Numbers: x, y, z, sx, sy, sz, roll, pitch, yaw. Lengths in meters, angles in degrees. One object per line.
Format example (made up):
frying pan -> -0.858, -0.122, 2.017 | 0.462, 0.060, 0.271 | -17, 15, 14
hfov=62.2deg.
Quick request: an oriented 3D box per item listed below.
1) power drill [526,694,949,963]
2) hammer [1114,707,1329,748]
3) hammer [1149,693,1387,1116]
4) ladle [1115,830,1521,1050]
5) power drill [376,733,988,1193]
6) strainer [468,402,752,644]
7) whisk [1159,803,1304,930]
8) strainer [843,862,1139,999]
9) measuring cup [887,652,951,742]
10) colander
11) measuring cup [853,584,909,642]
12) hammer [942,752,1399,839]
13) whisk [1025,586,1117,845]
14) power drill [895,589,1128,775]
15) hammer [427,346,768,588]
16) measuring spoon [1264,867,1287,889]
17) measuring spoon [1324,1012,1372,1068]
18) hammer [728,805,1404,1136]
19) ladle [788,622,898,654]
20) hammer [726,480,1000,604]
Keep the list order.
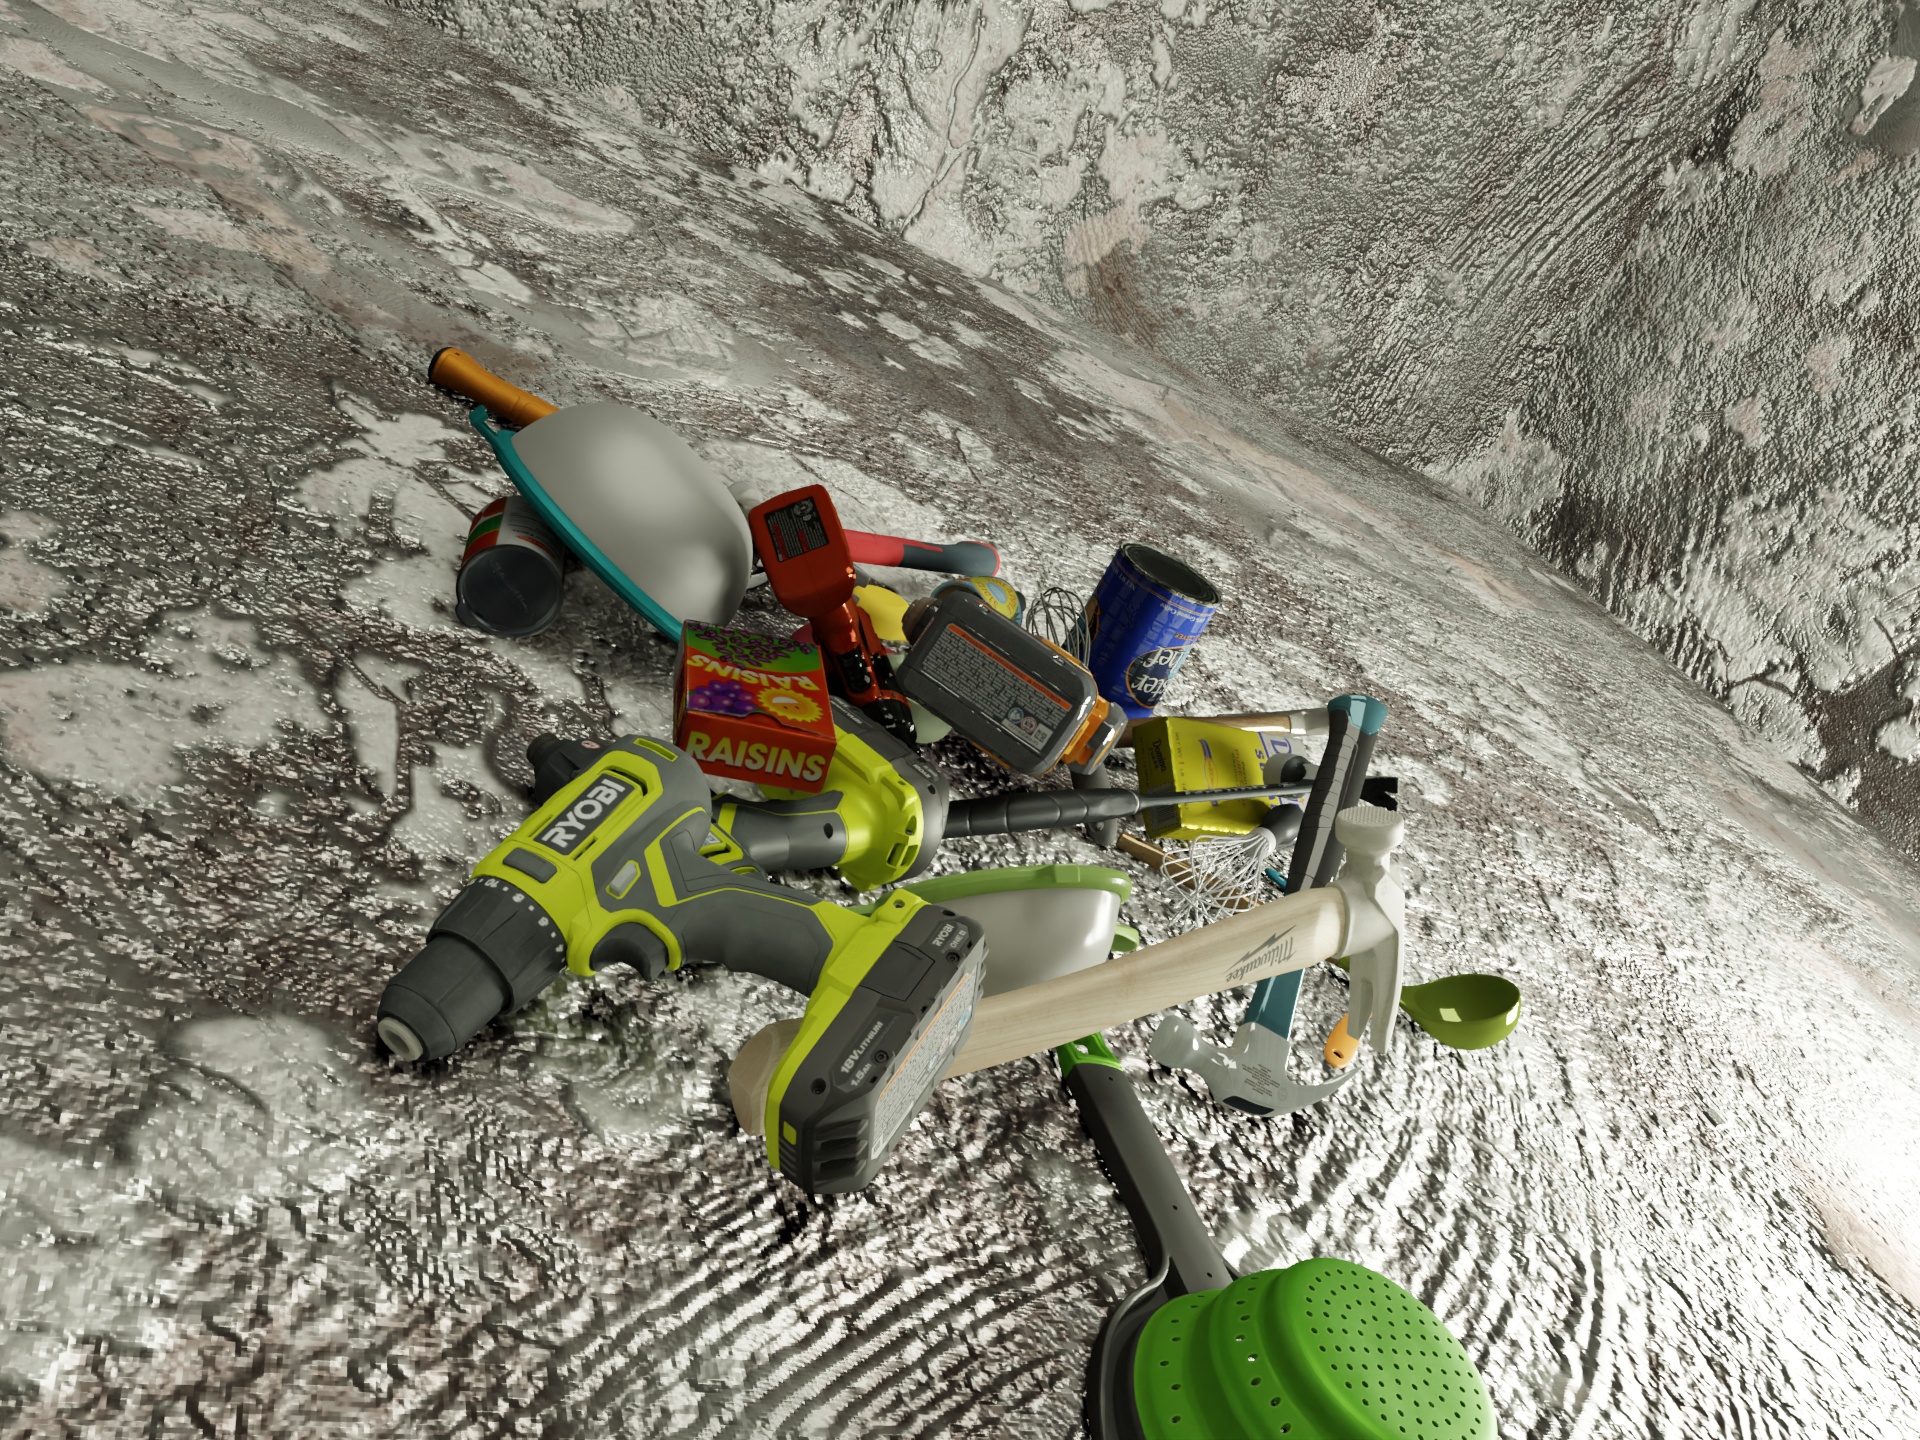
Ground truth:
power drill -> -0.126, 0.049, 0.919 | 0.171, 0.080, 0.223 | 37, 27, 27
hammer -> 0.196, 0.008, 1.372 | 0.331, 0.031, 0.130 | -3, -3, -38
hammer -> 0.228, 0.109, 1.050 | 0.128, 0.033, 0.331 | 31, 55, -8
ladle -> 0.265, 0.154, 1.185 | 0.320, 0.062, 0.078 | 28, 22, 3
power drill -> -0.122, 0.112, 0.710 | 0.228, 0.080, 0.191 | 23, 45, 18
strainer -> -0.169, -0.103, 1.085 | 0.340, 0.095, 0.211 | 46, 3, 9
whisk -> 0.209, 0.097, 1.165 | 0.070, 0.070, 0.284 | 37, 22, 16
strainer -> 0.052, 0.142, 0.949 | 0.256, 0.151, 0.069 | 25, 55, -58
measuring cup -> -0.002, -0.004, 1.220 | 0.167, 0.038, 0.083 | 16, 27, -33
colander -> 0.141, 0.263, 0.765 | 0.204, 0.094, 0.398 | 16, 27, -29
measuring cup -> -0.023, -0.074, 1.321 | 0.156, 0.029, 0.062 | 21, 21, 2
hammer -> 0.131, 0.059, 1.122 | 0.408, 0.036, 0.149 | -3, 6, -30
whisk -> 0.091, -0.008, 1.244 | 0.055, 0.055, 0.239 | 13, 50, -33
power drill -> 0.022, -0.034, 1.107 | 0.185, 0.084, 0.226 | 35, 5, 10
hammer -> -0.290, -0.215, 1.318 | 0.337, 0.034, 0.127 | 29, 22, -2
measuring spoon -> 0.304, 0.149, 1.279 | 0.128, 0.021, 0.042 | 32, 23, 3
measuring spoon -> 0.275, 0.217, 1.120 | 0.021, 0.011, 0.117 | 36, 24, 14
hammer -> 0.076, 0.154, 0.840 | 0.410, 0.146, 0.038 | -11, 17, -28
ladle -> 0.004, -0.030, 1.295 | 0.315, 0.031, 0.069 | 17, 23, -32
hammer -> -0.048, -0.138, 1.373 | 0.143, 0.038, 0.386 | 36, 17, 21
